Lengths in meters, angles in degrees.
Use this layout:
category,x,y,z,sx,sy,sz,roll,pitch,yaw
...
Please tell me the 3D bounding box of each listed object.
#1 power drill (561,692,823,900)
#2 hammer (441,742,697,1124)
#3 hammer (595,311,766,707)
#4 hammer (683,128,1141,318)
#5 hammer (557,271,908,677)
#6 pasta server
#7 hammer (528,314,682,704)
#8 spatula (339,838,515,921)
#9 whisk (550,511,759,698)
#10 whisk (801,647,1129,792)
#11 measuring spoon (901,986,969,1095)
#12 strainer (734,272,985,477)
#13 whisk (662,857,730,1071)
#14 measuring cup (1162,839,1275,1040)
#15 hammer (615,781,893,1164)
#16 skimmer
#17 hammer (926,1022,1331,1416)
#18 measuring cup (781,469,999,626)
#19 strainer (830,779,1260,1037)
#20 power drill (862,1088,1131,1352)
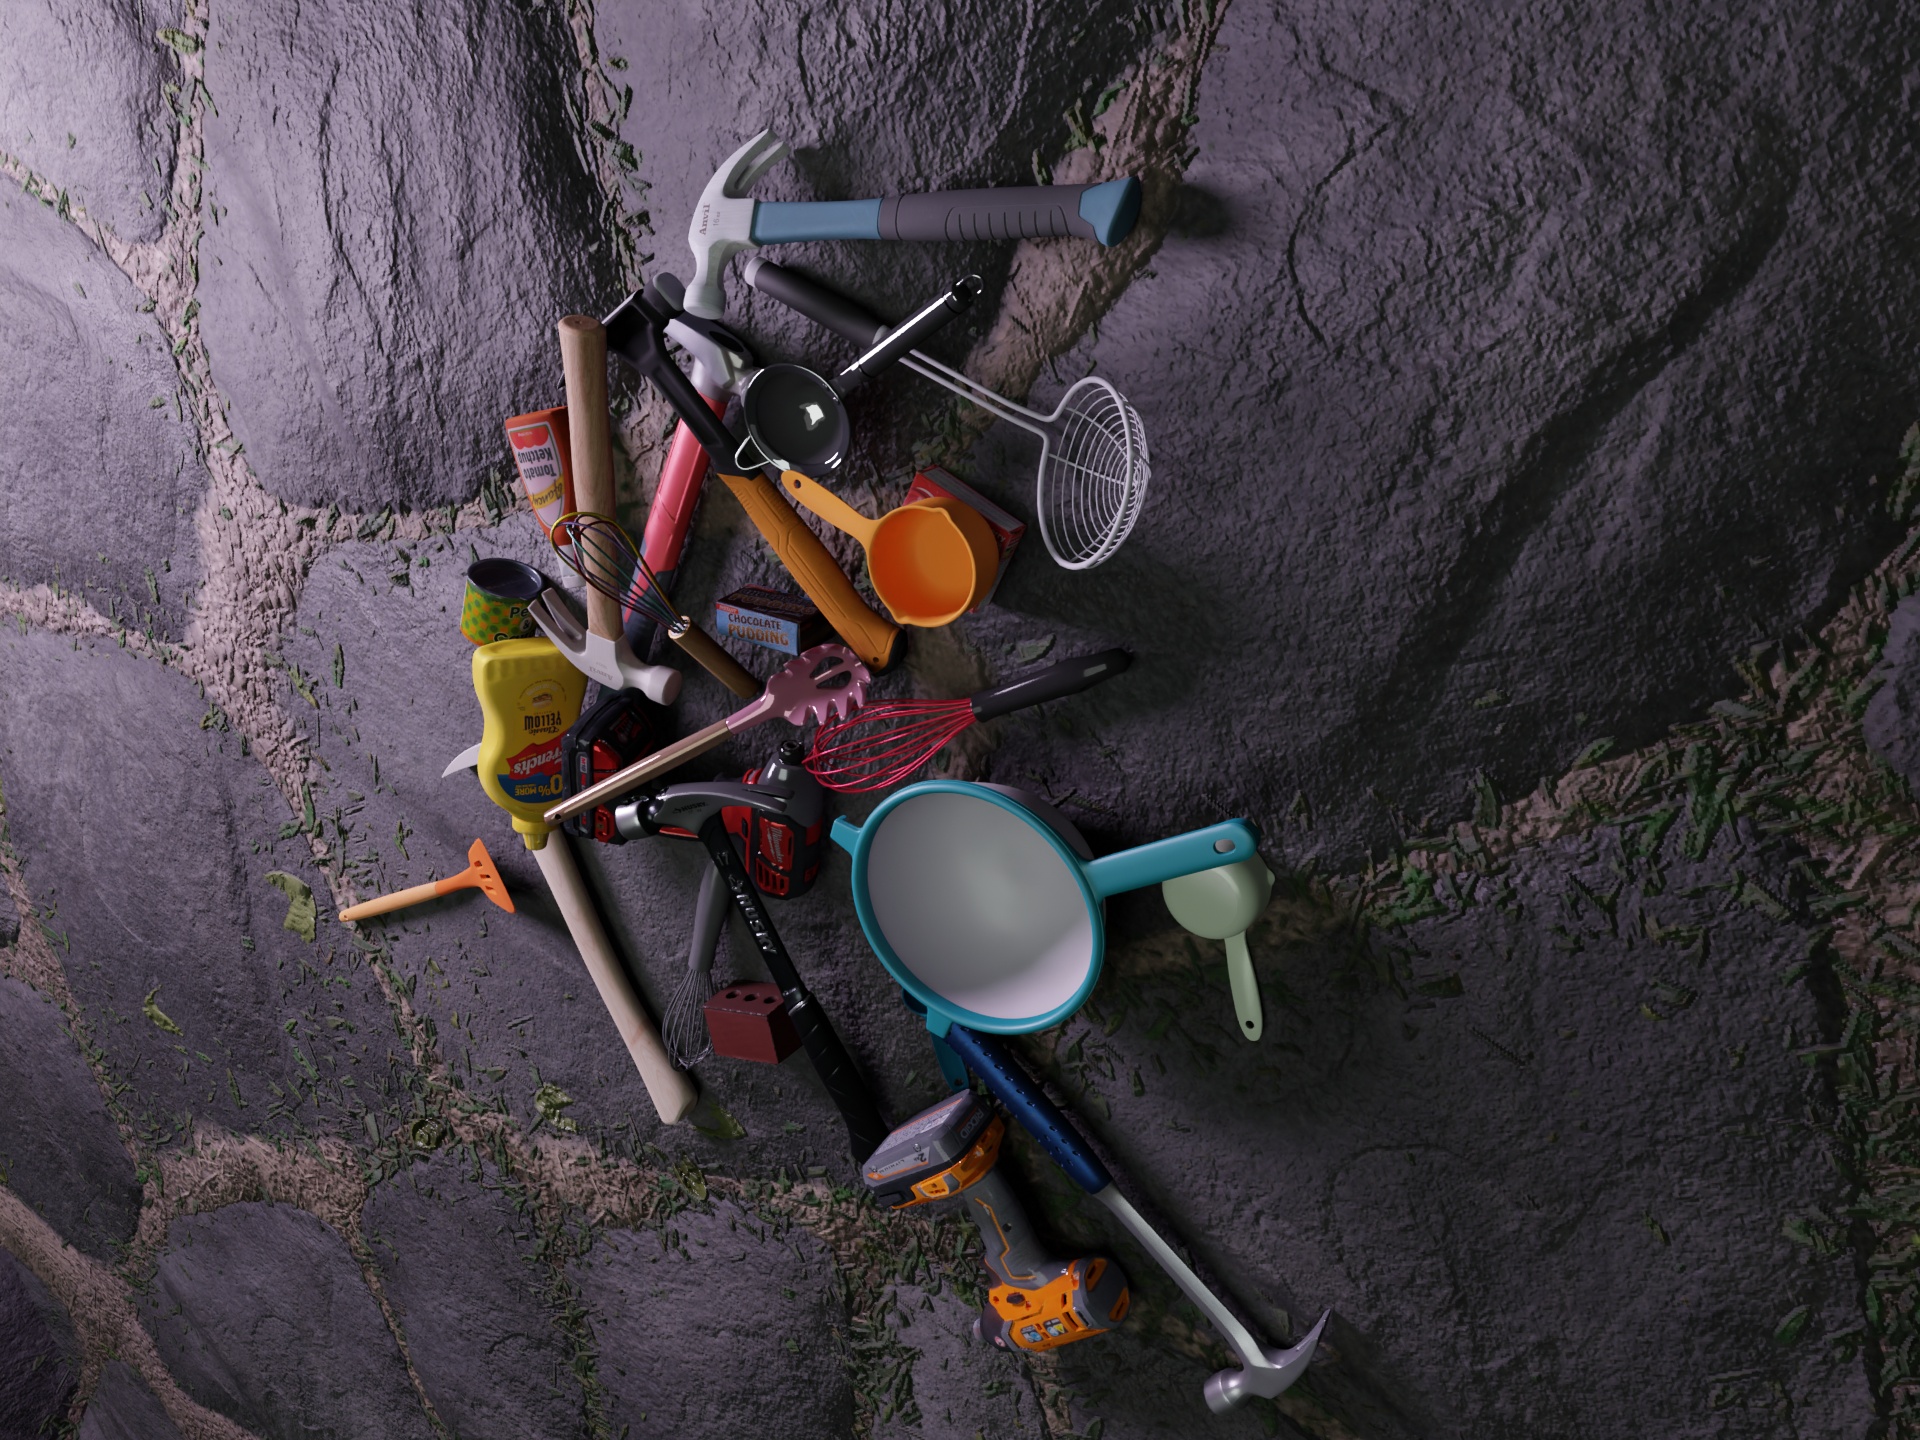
category,x,y,z,sx,sy,sz,roll,pitch,yaw
power drill,-0.219,0.059,1.335,0.220,0.079,0.143,15,123,12
hammer,-0.364,0.203,1.529,0.146,0.038,0.410,-17,100,37
hammer,-0.259,-0.150,1.315,0.143,0.038,0.386,36,124,16
hammer,-0.039,-0.340,1.080,0.331,0.033,0.128,6,86,24
hammer,-0.159,-0.167,1.207,0.127,0.034,0.336,-32,102,32
pasta server,-0.206,0.019,1.258,0.316,0.040,0.060,-26,105,17
hammer,-0.284,-0.160,1.237,0.130,0.031,0.331,20,133,16
spatula,-0.555,0.180,1.636,0.322,0.041,0.081,-17,101,37
whisk,-0.229,-0.086,1.239,0.047,0.244,0.051,-49,47,-5
whisk,-0.002,-0.004,1.204,0.296,0.073,0.073,-18,99,31
measuring spoon,-0.015,0.263,1.349,0.042,0.021,0.128,-14,112,10
strainer,-0.068,-0.238,1.092,0.258,0.050,0.086,-25,107,44
whisk,-0.234,0.221,1.452,0.055,0.055,0.238,24,116,22
measuring cup,0.193,0.164,1.160,0.083,0.038,0.167,-6,104,34
hammer,-0.139,0.222,1.345,0.149,0.036,0.408,-13,116,23
skimmer,-0.022,-0.231,1.099,0.363,0.090,0.127,32,126,17
hammer,0.127,0.383,1.288,0.405,0.035,0.144,47,126,4
measuring cup,-0.049,-0.138,1.142,0.174,0.052,0.095,34,122,17
strainer,0.078,0.109,1.178,0.340,0.095,0.211,-19,101,34
power drill,0.020,0.442,1.362,0.164,0.084,0.226,-36,92,37
